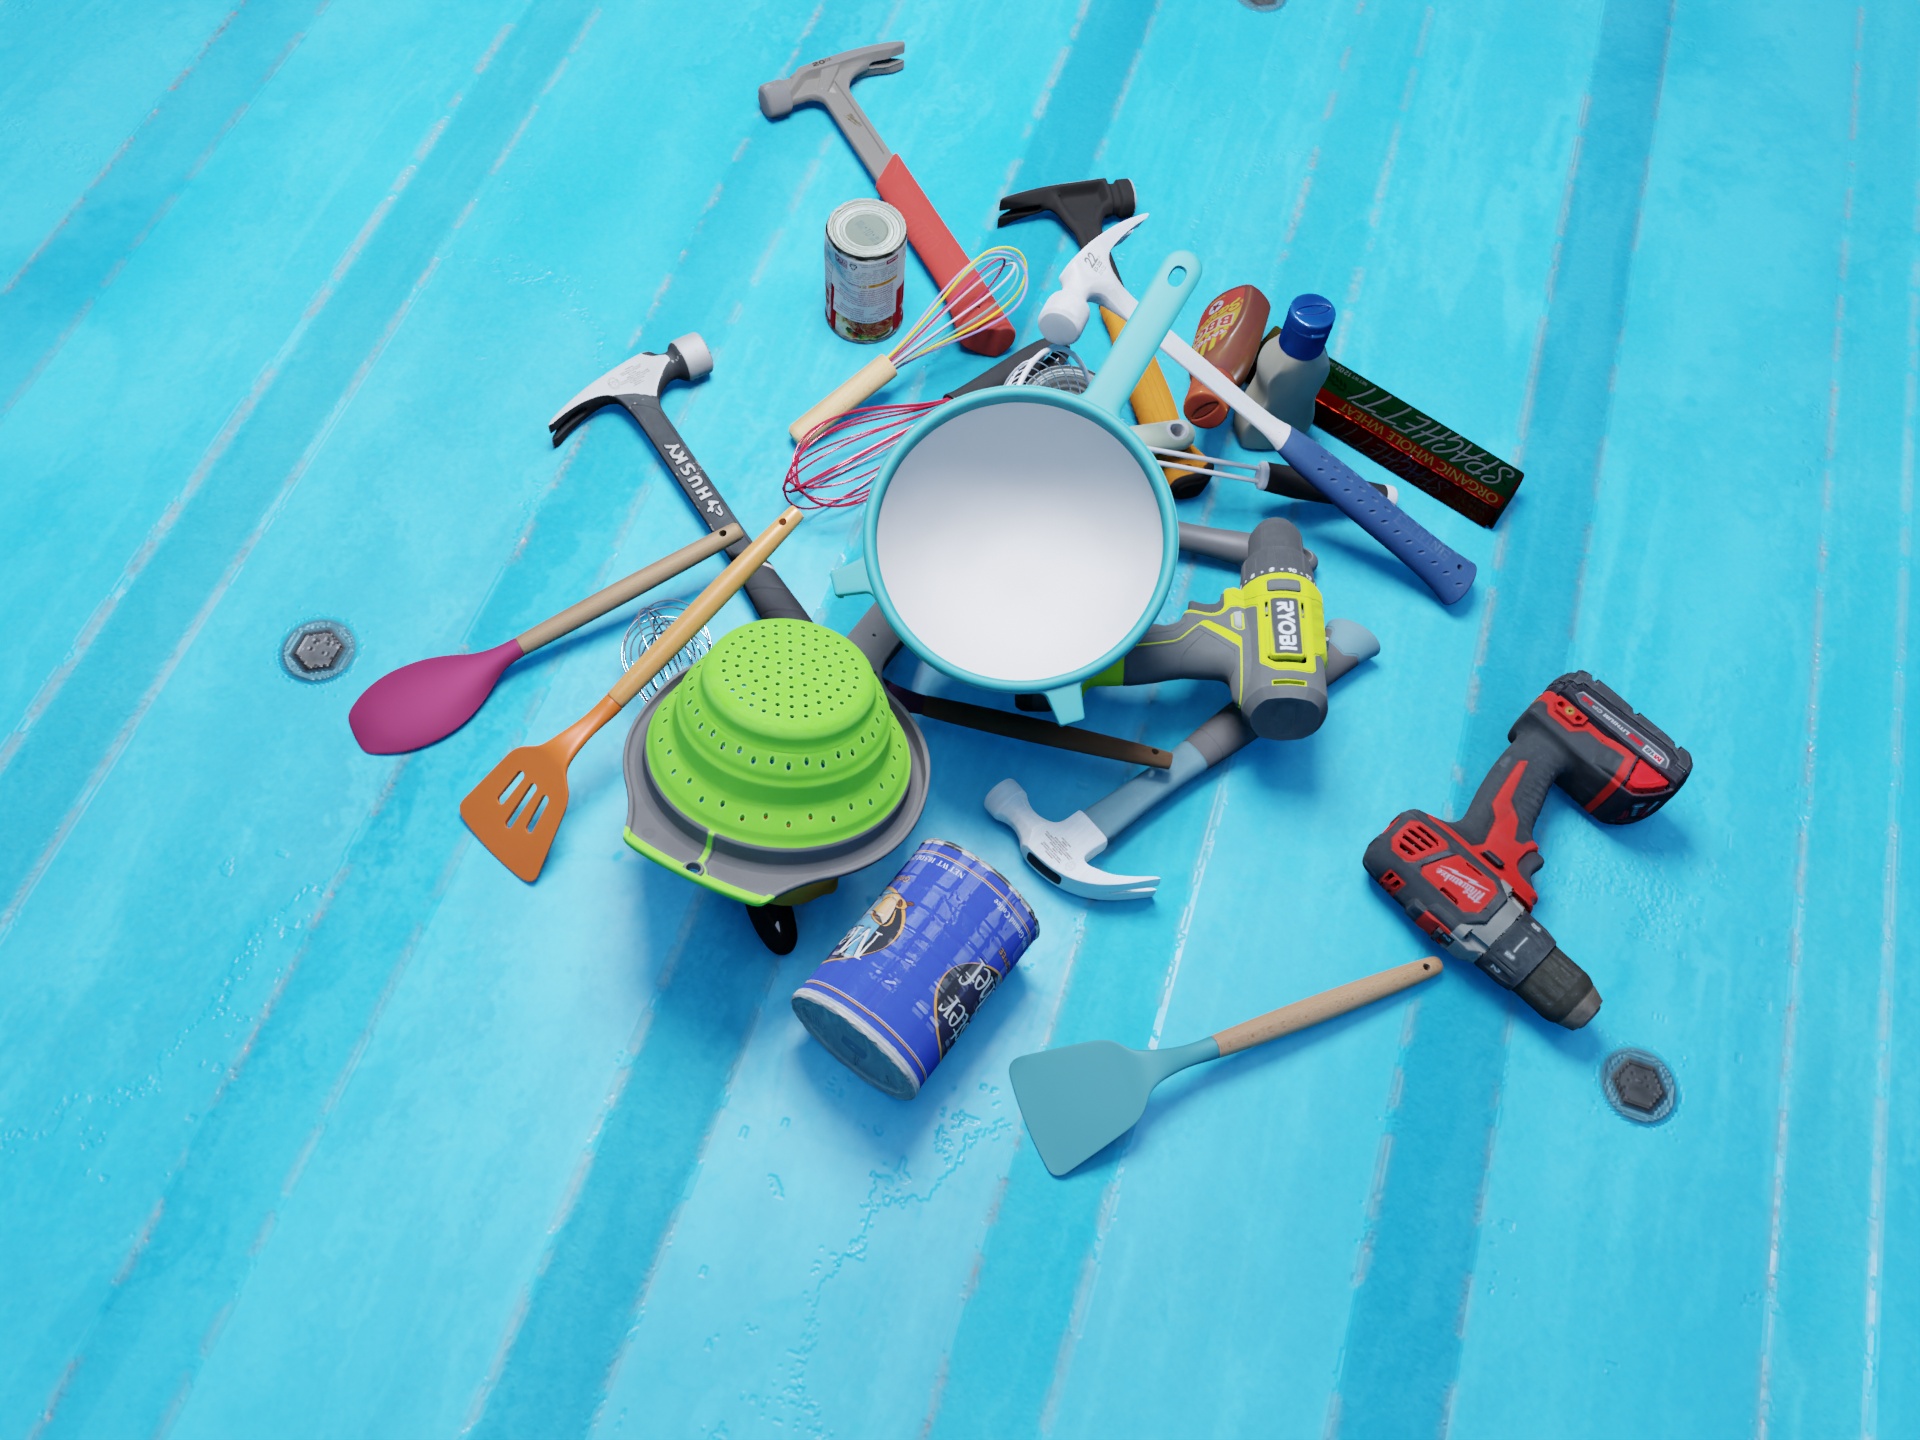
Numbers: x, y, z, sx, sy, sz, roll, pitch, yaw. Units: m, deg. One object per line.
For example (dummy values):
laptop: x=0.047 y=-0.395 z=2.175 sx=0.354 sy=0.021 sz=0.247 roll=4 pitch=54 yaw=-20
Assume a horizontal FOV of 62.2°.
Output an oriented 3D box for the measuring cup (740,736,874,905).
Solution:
measuring cup: x=-0.089 y=0.050 z=1.099 sx=0.095 sy=0.052 sz=0.174 roll=43 pitch=64 yaw=2

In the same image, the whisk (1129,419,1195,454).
whisk: x=0.069 y=-0.210 z=1.260 sx=0.246 sy=0.059 sz=0.058 roll=-10 pitch=73 yaw=-10

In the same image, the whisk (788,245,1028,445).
whisk: x=-0.043 y=-0.309 z=1.305 sx=0.245 sy=0.047 sz=0.051 roll=-39 pitch=71 yaw=-6

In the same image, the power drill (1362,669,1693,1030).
power drill: x=0.425 y=0.093 z=1.143 sx=0.227 sy=0.080 sz=0.188 roll=-40 pitch=72 yaw=-19

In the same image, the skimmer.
skimmer: x=0.192 y=-0.200 z=1.226 sx=0.363 sy=0.090 sz=0.127 roll=7 pitch=92 yaw=-17

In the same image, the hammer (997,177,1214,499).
hammer: x=0.135 y=-0.330 z=1.361 sx=0.127 sy=0.034 sz=0.337 roll=-12 pitch=64 yaw=-11

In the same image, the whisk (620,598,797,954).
whisk: x=-0.173 y=0.036 z=1.134 sx=0.070 sy=0.070 sz=0.285 roll=-20 pitch=71 yaw=-14

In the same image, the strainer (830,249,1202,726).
strainer: x=0.072 y=-0.170 z=1.107 sx=0.211 sy=0.095 sz=0.340 roll=30 pitch=82 yaw=5

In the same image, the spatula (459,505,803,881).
spatula: x=-0.224 y=-0.029 z=1.118 sx=0.081 sy=0.041 sz=0.322 roll=41 pitch=83 yaw=14

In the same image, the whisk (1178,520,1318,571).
whisk: x=0.169 y=-0.146 z=1.262 sx=0.239 sy=0.055 sz=0.055 roll=11 pitch=62 yaw=-4

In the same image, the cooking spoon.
cooking spoon: x=-0.303 y=-0.068 z=1.178 sx=0.319 sy=0.017 sz=0.069 roll=-30 pitch=68 yaw=-10

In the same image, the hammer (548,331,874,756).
hammer: x=-0.174 y=-0.129 z=1.230 sx=0.149 sy=0.036 sz=0.409 roll=-28 pitch=68 yaw=-17

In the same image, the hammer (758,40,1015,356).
hammer: x=-0.041 y=-0.467 z=1.417 sx=0.149 sy=0.036 sz=0.359 roll=-24 pitch=66 yaw=-16

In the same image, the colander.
colander: x=-0.082 y=-0.047 z=1.095 sx=0.204 sy=0.094 sz=0.397 roll=24 pitch=44 yaw=11

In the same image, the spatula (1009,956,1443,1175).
spatula: x=0.192 y=0.217 z=1.088 sx=0.317 sy=0.044 sz=0.082 roll=-15 pitch=64 yaw=-17

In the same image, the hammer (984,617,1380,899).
hammer: x=0.184 y=0.018 z=1.184 sx=0.331 sy=0.033 sz=0.128 roll=-34 pitch=69 yaw=-20

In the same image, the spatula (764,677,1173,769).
spatula: x=-0.002 y=-0.004 z=1.152 sx=0.316 sy=0.018 sz=0.060 roll=12 pitch=51 yaw=2

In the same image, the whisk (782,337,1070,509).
whisk: x=-0.022 y=-0.247 z=1.293 sx=0.296 sy=0.073 sz=0.073 roll=-32 pitch=69 yaw=-25

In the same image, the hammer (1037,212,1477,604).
hammer: x=0.243 y=-0.228 z=1.223 sx=0.405 sy=0.035 sz=0.144 roll=36 pitch=56 yaw=-14

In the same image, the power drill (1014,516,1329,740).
power drill: x=0.157 y=-0.078 z=1.187 sx=0.228 sy=0.080 sz=0.191 roll=2 pitch=52 yaw=4
